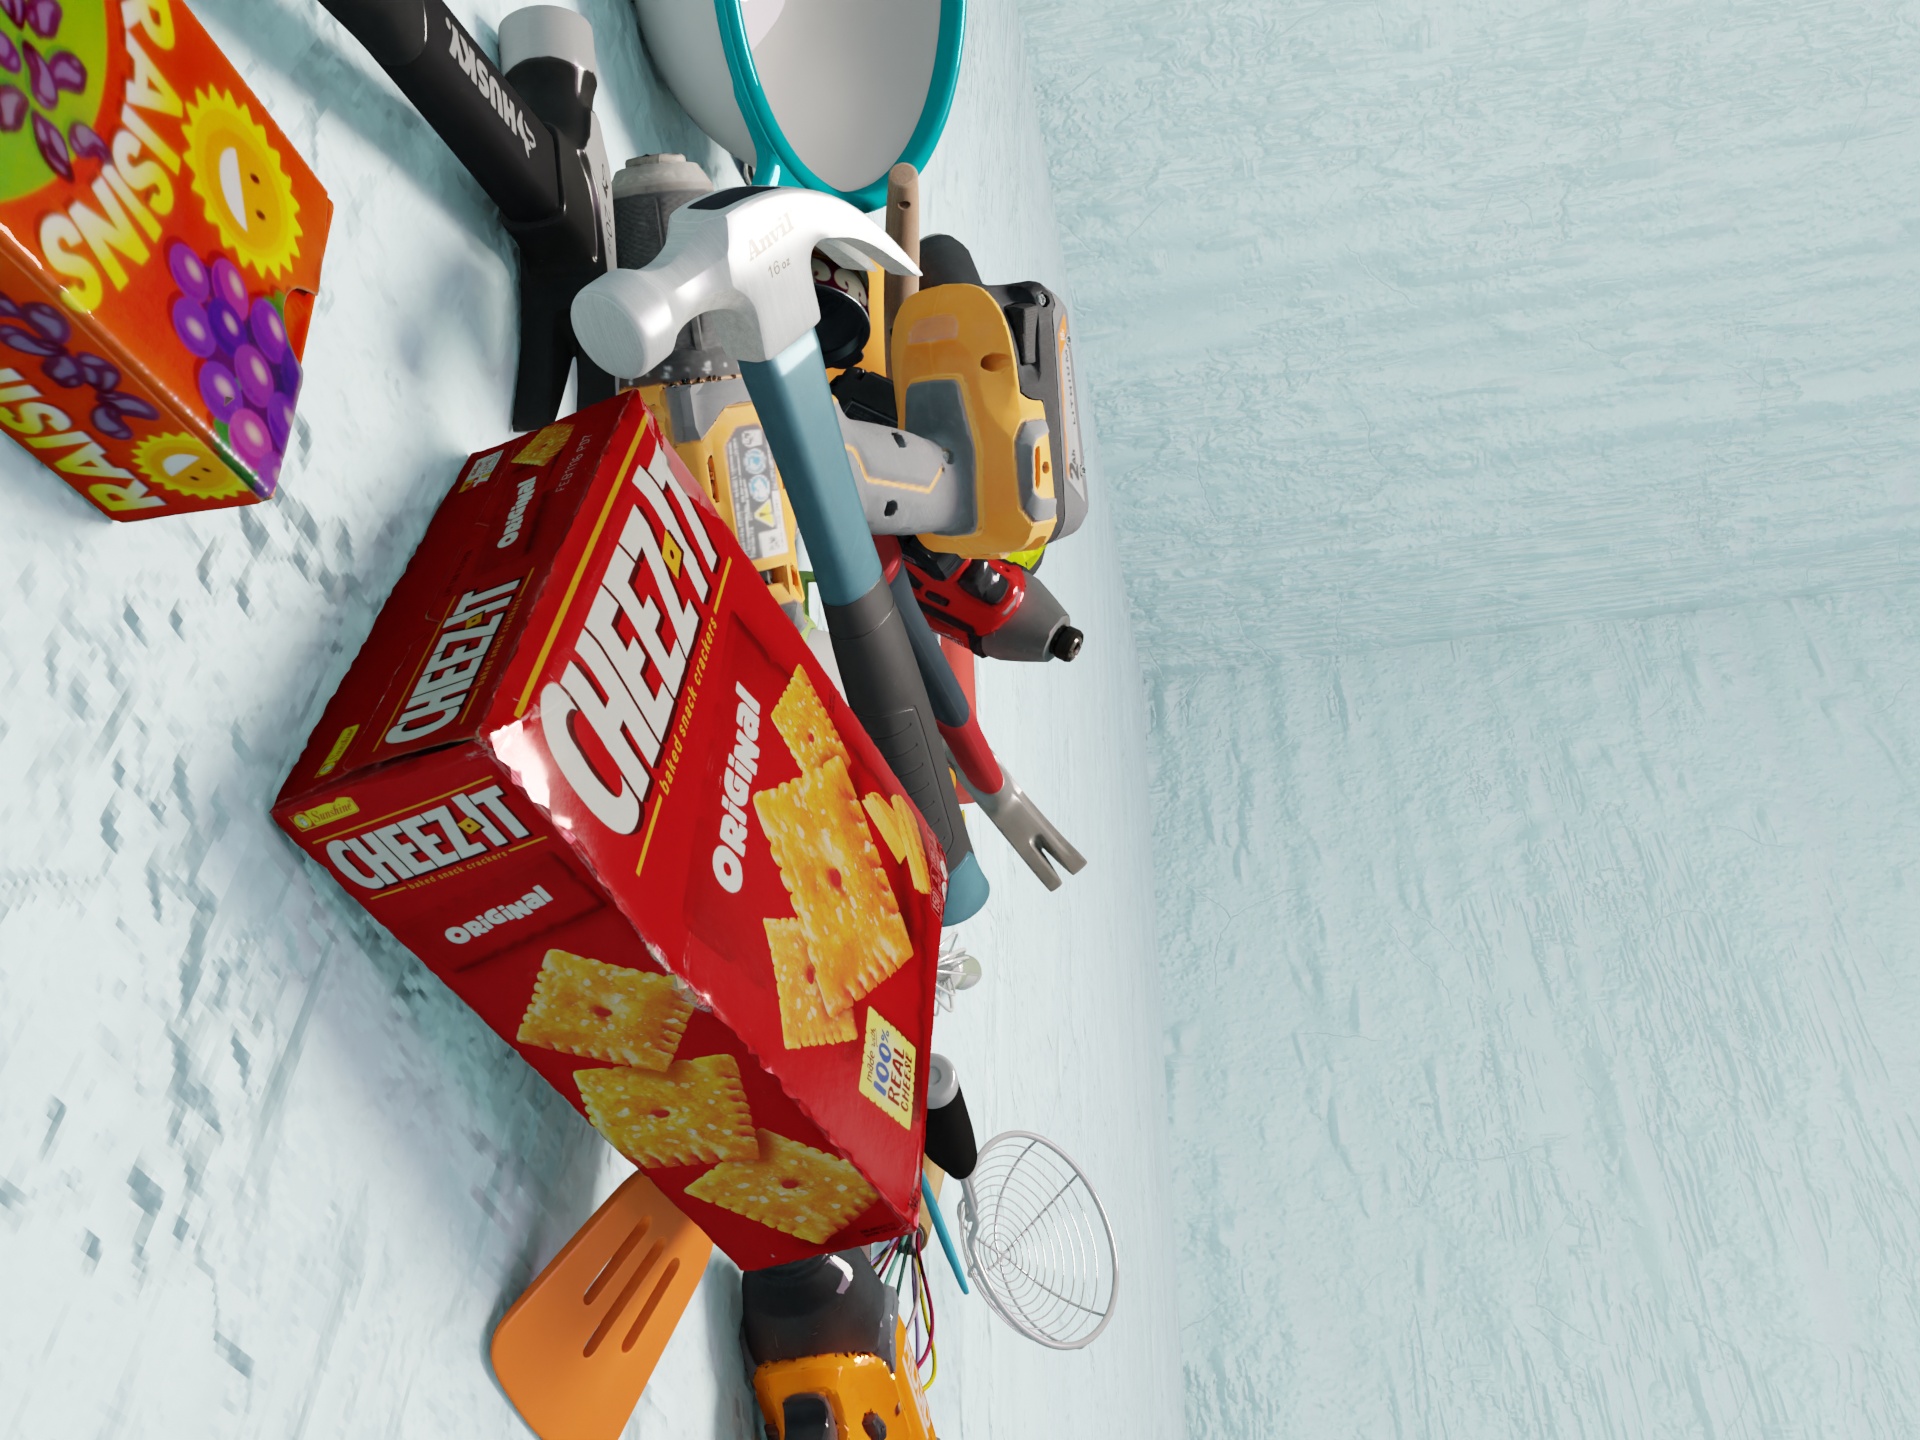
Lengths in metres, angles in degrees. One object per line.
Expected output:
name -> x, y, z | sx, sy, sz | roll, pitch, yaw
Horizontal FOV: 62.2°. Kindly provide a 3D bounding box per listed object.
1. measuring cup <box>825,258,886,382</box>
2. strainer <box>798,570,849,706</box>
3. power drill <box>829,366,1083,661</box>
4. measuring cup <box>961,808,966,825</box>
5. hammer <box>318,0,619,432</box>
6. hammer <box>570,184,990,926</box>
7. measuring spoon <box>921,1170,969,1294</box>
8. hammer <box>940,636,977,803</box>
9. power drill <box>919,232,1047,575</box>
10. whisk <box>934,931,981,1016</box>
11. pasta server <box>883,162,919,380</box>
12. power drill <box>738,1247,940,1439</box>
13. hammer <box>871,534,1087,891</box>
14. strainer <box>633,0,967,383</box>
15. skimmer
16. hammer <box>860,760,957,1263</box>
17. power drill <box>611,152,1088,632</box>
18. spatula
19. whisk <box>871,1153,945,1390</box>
measuring cup -> -0.061, -0.215, 0.919 | 0.174, 0.052, 0.095 | -89, 167, -47
strainer -> -0.044, 0.056, 0.709 | 0.257, 0.069, 0.151 | -93, 179, -51
power drill -> -0.007, -0.098, 0.896 | 0.078, 0.143, 0.219 | -58, 160, -8
measuring cup -> -0.012, 0.102, 1.006 | 0.156, 0.029, 0.062 | 97, -9, -67
hammer -> -0.146, -0.177, 0.390 | 0.334, 0.035, 0.146 | 46, 38, -84
hammer -> -0.038, -0.040, 0.595 | 0.128, 0.033, 0.330 | -49, 140, -34
measuring spoon -> -0.029, 0.230, 0.801 | 0.042, 0.021, 0.129 | 87, -21, -78
hammer -> -0.004, -0.105, 1.213 | 0.149, 0.037, 0.359 | 61, 24, -64
power drill -> 0.009, -0.190, 1.044 | 0.228, 0.080, 0.191 | 101, -30, -77
whisk -> -0.011, 0.154, 0.976 | 0.059, 0.058, 0.246 | 54, 0, 12
pasta server -> -0.031, -0.192, 0.850 | 0.316, 0.060, 0.040 | 100, -17, -74
power drill -> -0.054, 0.290, 0.558 | 0.227, 0.084, 0.164 | -85, 164, -64
hammer -> -0.001, -0.003, 0.912 | 0.143, 0.038, 0.386 | 50, -4, 21
strainer -> -0.100, -0.278, 0.704 | 0.210, 0.095, 0.340 | 34, 69, -63
skimmer -> 0.034, 0.237, 0.824 | 0.363, 0.090, 0.127 | 79, 1, -58
hammer -> -0.034, 0.120, 0.803 | 0.337, 0.034, 0.127 | -79, 178, -62
power drill -> -0.049, -0.136, 0.657 | 0.226, 0.084, 0.185 | -21, 109, -45
spatula -> -0.094, 0.089, 0.566 | 0.323, 0.041, 0.080 | -86, 164, -47
whisk -> -0.027, 0.278, 0.815 | 0.245, 0.047, 0.051 | -58, 139, -79
